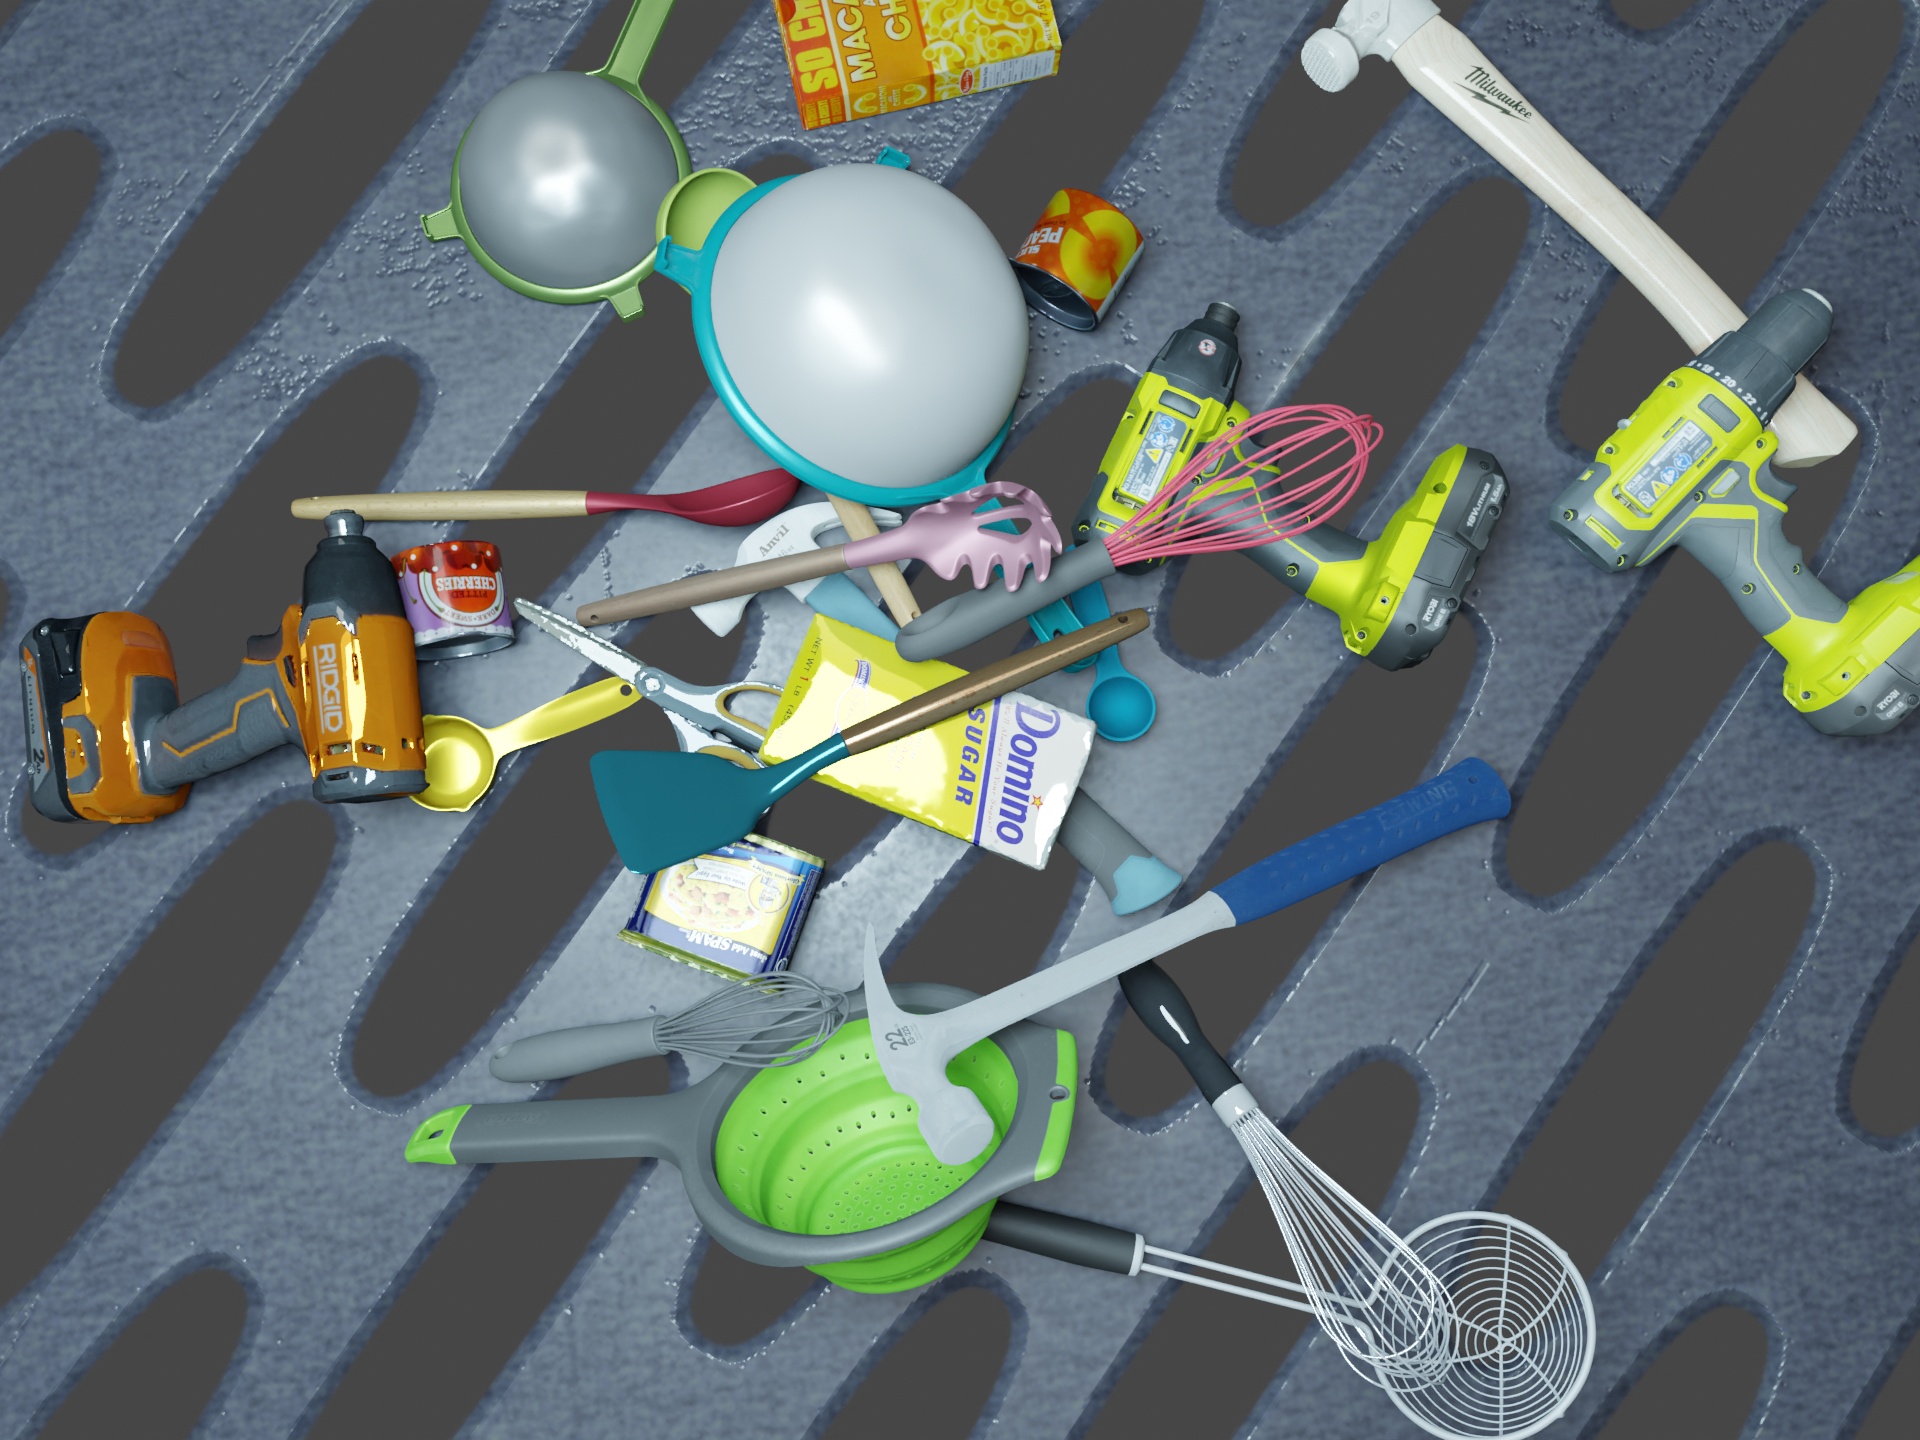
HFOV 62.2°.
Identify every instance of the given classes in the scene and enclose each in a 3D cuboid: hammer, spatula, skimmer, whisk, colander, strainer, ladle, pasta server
[{"bbox_3d":[0.135,0.106,0.897,0.405,0.035,0.144,-21,45,-18],"label":"hammer"},{"bbox_3d":[-0.041,-0.001,0.872,0.317,0.044,0.082,-23,58,-6],"label":"spatula"},{"bbox_3d":[0.164,0.312,0.902,0.363,0.090,0.127,13,61,2],"label":"skimmer"},{"bbox_3d":[0.099,-0.100,0.884,0.296,0.073,0.073,-25,86,1],"label":"whisk"},{"bbox_3d":[0.173,0.242,0.887,0.070,0.070,0.285,-35,62,-4],"label":"whisk"},{"bbox_3d":[-0.123,0.254,0.902,0.397,0.205,0.094,-6,120,14],"label":"colander"},{"bbox_3d":[-0.002,-0.003,0.958,0.331,0.033,0.128,43,87,3],"label":"hammer"},{"bbox_3d":[-0.222,-0.384,0.971,0.151,0.069,0.256,23,86,1],"label":"strainer"},{"bbox_3d":[-0.003,-0.182,0.905,0.211,0.095,0.340,-35,93,-33],"label":"strainer"},{"bbox_3d":[-0.251,-0.132,0.962,0.315,0.069,0.031,-1,112,4],"label":"ladle"},{"bbox_3d":[-0.170,0.181,0.899,0.239,0.055,0.055,-14,85,22],"label":"whisk"},{"bbox_3d":[-0.091,-0.187,0.937,0.078,0.062,0.320,-20,74,-30],"label":"ladle"},{"bbox_3d":[0.406,-0.322,0.991,0.146,0.038,0.410,-43,87,-5],"label":"hammer"},{"bbox_3d":[-0.089,-0.084,0.903,0.316,0.040,0.060,-10,121,23],"label":"pasta server"}]

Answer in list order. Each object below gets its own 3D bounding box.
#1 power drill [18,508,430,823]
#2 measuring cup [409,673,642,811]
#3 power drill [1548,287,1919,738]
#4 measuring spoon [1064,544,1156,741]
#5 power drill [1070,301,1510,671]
[{"bbox_3d":[-0.414,-0.026,0.905,0.226,0.084,0.164,-7,86,14],"label":"power drill"},{"bbox_3d":[-0.262,0.008,0.962,0.156,0.029,0.062,-23,86,-15],"label":"measuring cup"},{"bbox_3d":[0.495,-0.121,0.939,0.228,0.080,0.190,43,101,3],"label":"power drill"},{"bbox_3d":[0.086,-0.046,0.974,0.042,0.021,0.129,-15,76,-1],"label":"measuring spoon"},{"bbox_3d":[0.200,-0.139,0.953,0.223,0.080,0.171,25,85,5],"label":"power drill"}]
